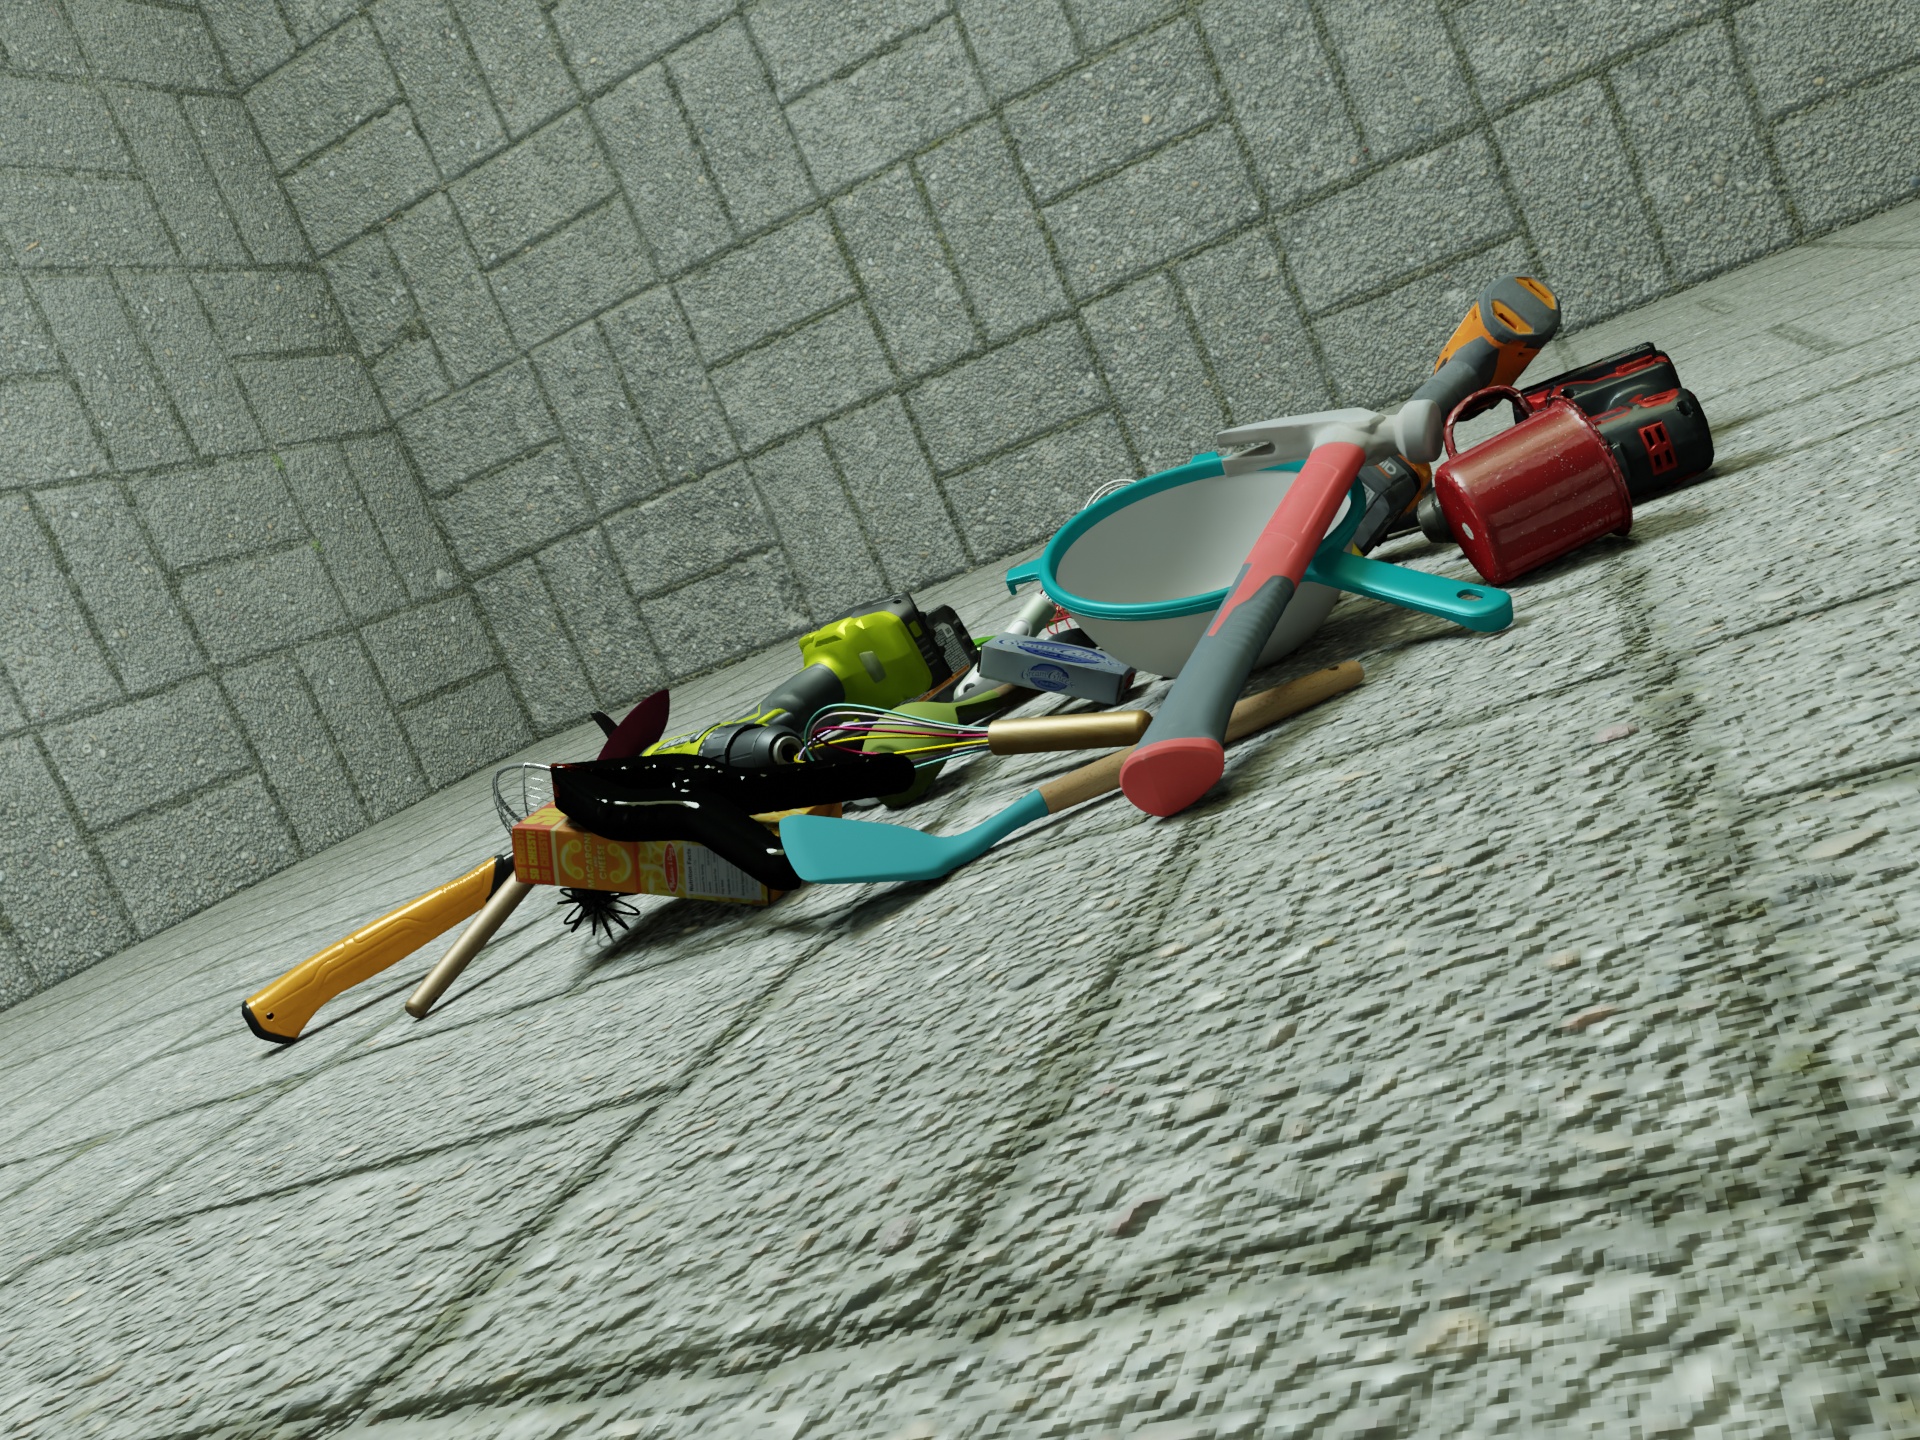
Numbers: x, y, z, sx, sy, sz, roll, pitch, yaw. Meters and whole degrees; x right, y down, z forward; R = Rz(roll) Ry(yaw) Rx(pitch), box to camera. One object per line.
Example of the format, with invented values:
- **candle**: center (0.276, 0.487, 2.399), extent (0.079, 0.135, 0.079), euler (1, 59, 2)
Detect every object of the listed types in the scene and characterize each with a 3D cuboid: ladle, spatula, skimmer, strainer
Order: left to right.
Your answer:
- **skimmer**: center (-0.202, 0.035, 1.318), extent (0.363, 0.127, 0.090), euler (-20, 50, -8)
- **ladle**: center (0.045, -0.010, 1.152), extent (0.078, 0.062, 0.320), euler (-28, -5, 42)
- **spatula**: center (0.064, 0.024, 0.825), extent (0.317, 0.044, 0.082), euler (-22, 23, -6)
- **strainer**: center (0.200, -0.071, 0.982), extent (0.211, 0.095, 0.341), euler (-33, 32, -23)

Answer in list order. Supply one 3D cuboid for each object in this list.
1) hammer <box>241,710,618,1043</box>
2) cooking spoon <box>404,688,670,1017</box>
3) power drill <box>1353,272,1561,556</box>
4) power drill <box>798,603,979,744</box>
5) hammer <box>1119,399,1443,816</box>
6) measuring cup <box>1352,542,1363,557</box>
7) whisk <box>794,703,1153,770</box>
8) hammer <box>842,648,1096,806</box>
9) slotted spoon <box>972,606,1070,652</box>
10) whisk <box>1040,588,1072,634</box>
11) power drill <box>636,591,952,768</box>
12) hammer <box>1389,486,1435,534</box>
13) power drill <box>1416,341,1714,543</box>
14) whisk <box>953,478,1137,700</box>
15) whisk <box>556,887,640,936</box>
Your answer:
- **hammer**: center (-0.372, 0.124, 1.179), extent (0.337, 0.127, 0.034), euler (-33, 12, -24)
- **cooking spoon**: center (-0.286, 0.087, 1.120), extent (0.068, 0.017, 0.319), euler (102, -165, -46)
- **power drill**: center (0.355, -0.228, 1.232), extent (0.226, 0.084, 0.164), euler (-44, -10, -17)
- **power drill**: center (-0.084, -0.034, 1.465), extent (0.171, 0.080, 0.223), euler (-37, 12, -32)
- **hammer**: center (0.155, -0.076, 0.879), extent (0.143, 0.038, 0.386), euler (-2, 33, 32)
- **measuring cup**: center (0.236, -0.106, 1.225), extent (0.156, 0.029, 0.062), euler (-20, 22, 42)
- **whisk**: center (0.003, 0.010, 0.976), extent (0.245, 0.051, 0.047), euler (-5, -14, 28)
- **hammer**: center (-0.002, -0.004, 1.234), extent (0.128, 0.033, 0.331), euler (-13, 13, 47)
- **slotted spoon**: center (0.110, -0.110, 1.504), extent (0.314, 0.031, 0.070), euler (-27, -15, 4)
- **whisk**: center (0.149, -0.104, 1.343), extent (0.073, 0.073, 0.296), euler (-26, 10, -23)
- **power drill**: center (-0.115, -0.005, 1.159), extent (0.228, 0.080, 0.190), euler (-38, 14, -35)
- **hammer**: center (0.318, -0.158, 1.355), extent (0.335, 0.035, 0.146), euler (-16, 11, 41)
- **power drill**: center (0.427, -0.189, 1.126), extent (0.188, 0.080, 0.227), euler (-19, 12, 28)
- **whisk**: center (0.077, -0.105, 1.340), extent (0.246, 0.058, 0.059), euler (-50, -11, -1)
- **whisk**: center (-0.250, 0.116, 1.089), extent (0.055, 0.055, 0.239), euler (-25, 4, -15)
